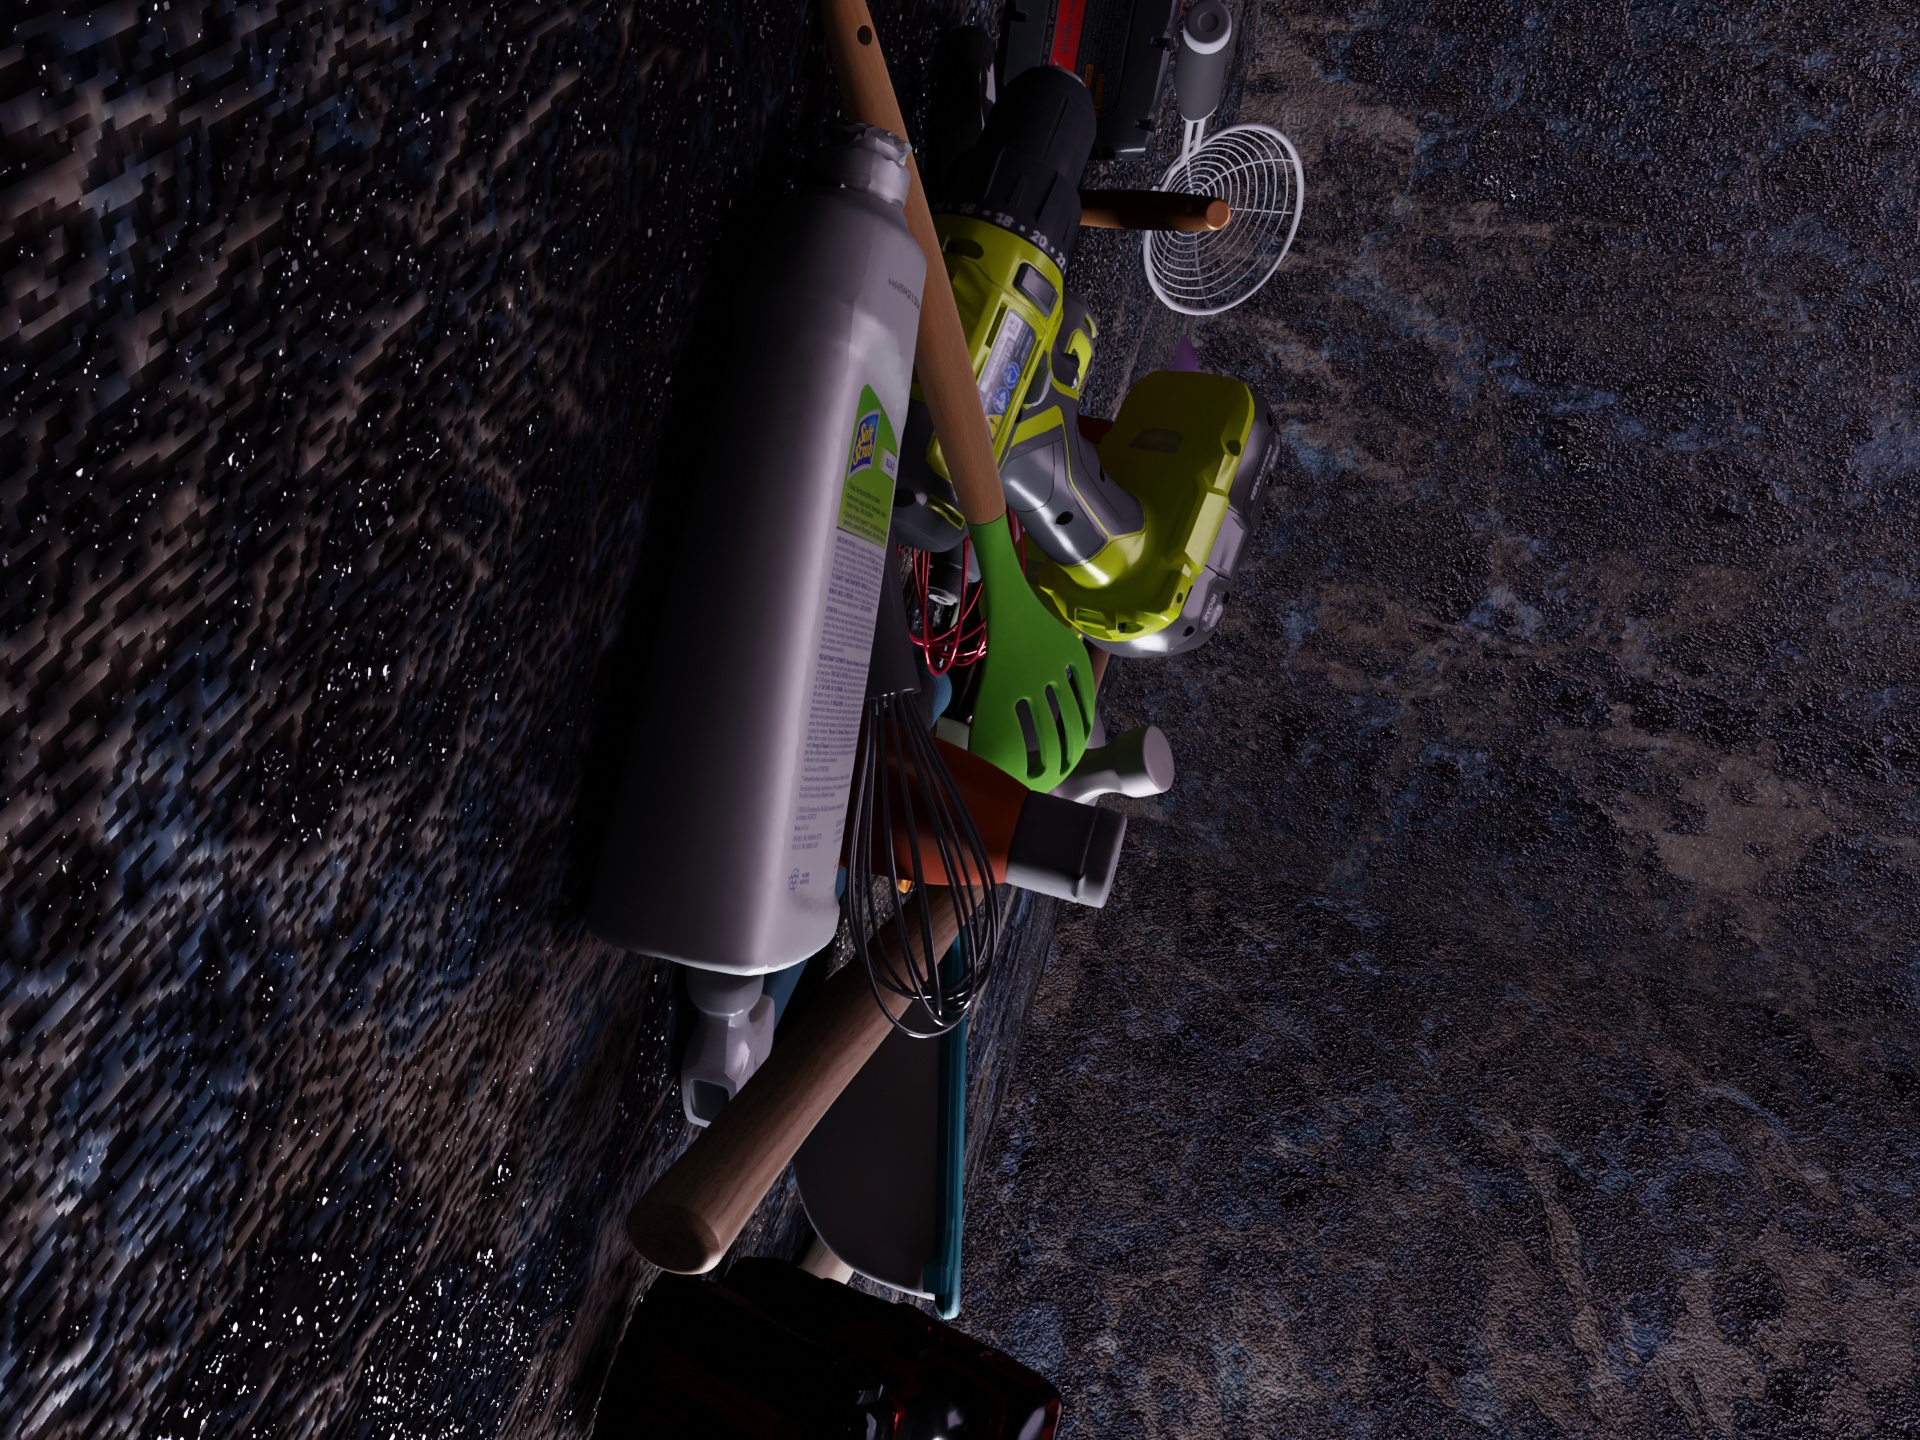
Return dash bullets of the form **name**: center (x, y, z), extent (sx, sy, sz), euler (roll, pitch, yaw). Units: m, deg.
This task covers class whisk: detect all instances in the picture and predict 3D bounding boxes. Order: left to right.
- **whisk**: center (-0.028, -0.009, 0.552), extent (0.055, 0.055, 0.239), euler (28, 50, -82)
- **whisk**: center (-0.001, -0.151, 0.711), extent (0.073, 0.073, 0.295), euler (-63, 159, -57)

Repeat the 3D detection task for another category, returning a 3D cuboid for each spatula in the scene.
- **spatula**: center (0.069, -0.253, 0.788), extent (0.323, 0.041, 0.081), euler (-130, -130, -66)
- **spatula**: center (0.092, -0.076, 0.941), extent (0.059, 0.018, 0.316), euler (37, 70, -65)

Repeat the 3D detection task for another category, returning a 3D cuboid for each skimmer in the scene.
- **skimmer**: center (0.156, -0.317, 0.911), extent (0.127, 0.090, 0.363), euler (-47, 179, 8)

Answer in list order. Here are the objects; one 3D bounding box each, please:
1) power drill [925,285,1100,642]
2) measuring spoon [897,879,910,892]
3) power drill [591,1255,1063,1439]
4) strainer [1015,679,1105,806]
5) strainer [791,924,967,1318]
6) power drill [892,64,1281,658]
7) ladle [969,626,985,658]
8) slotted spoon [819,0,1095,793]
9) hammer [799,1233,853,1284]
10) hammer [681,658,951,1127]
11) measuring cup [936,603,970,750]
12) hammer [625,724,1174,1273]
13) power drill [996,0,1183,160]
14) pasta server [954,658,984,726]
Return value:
- **power drill**: center (0.038, -0.121, 0.902), extent (0.223, 0.080, 0.171), euler (44, 64, -70)
- **measuring spoon**: center (-0.042, 0.082, 1.006), extent (0.116, 0.011, 0.021), euler (79, 28, -64)
- **power drill**: center (-0.070, 0.297, 0.723), extent (0.226, 0.188, 0.080), euler (36, 73, -62)
- **strainer**: center (0.070, 0.058, 1.126), extent (0.256, 0.069, 0.152), euler (69, 34, -61)
- **strainer**: center (-0.046, 0.232, 0.912), extent (0.340, 0.095, 0.211), euler (95, -3, -68)
- **power drill**: center (0.049, -0.138, 0.674), extent (0.228, 0.080, 0.190), euler (29, 81, -51)
- **ladle**: center (0.028, -0.151, 1.018), extent (0.315, 0.031, 0.069), euler (92, 15, -50)
- **slotted spoon**: center (0.001, -0.094, 0.563), extent (0.070, 0.031, 0.313), euler (-37, 128, -28)
- **hammer**: center (-0.113, 0.368, 0.919), extent (0.410, 0.038, 0.146), euler (-30, 133, -80)
- **hammer**: center (-0.059, 0.064, 0.761), extent (0.331, 0.033, 0.128), euler (-64, 165, -55)
- **measuring cup**: center (-0.002, -0.003, 1.012), extent (0.083, 0.038, 0.167), euler (-59, 163, -65)
- **hammer**: center (-0.025, 0.091, 0.620), extent (0.331, 0.130, 0.031), euler (-46, 117, -55)
- **power drill**: center (0.079, -0.367, 0.821), extent (0.220, 0.078, 0.143), euler (-69, 170, -56)
- **pasta server**: center (0.035, -0.064, 1.168), extent (0.060, 0.040, 0.316), euler (86, 18, -57)
